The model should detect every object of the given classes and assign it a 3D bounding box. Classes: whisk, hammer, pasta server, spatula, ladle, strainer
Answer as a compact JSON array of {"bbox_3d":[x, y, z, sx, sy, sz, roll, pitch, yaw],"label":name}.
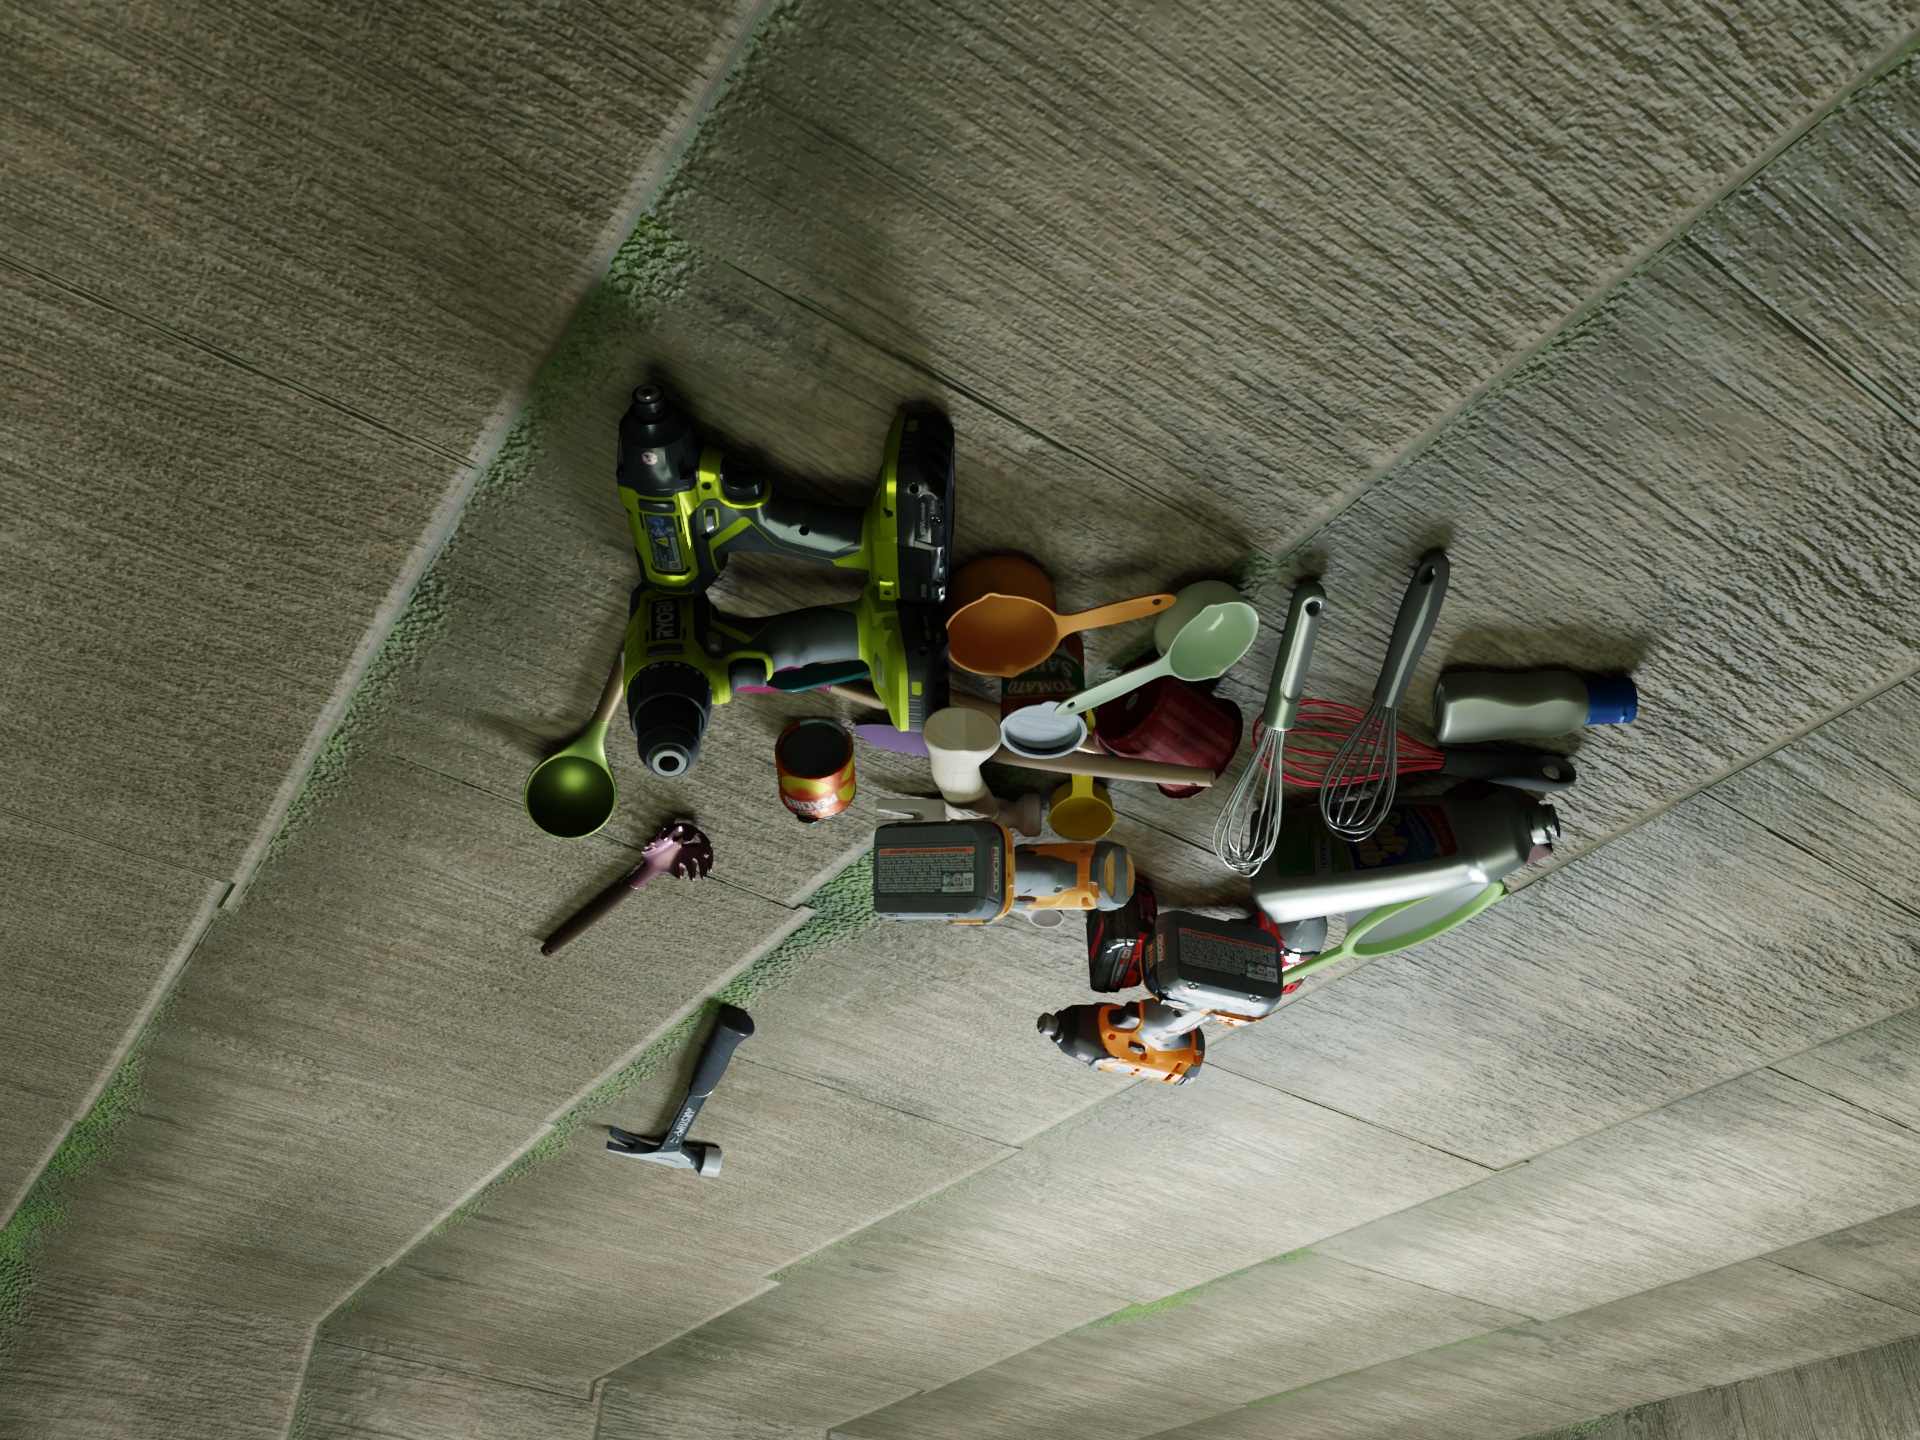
[{"bbox_3d":[0.374,0.029,1.299,0.295,0.073,0.073,7,142,-15],"label":"whisk"},{"bbox_3d":[-0.010,0.046,1.215,0.146,0.038,0.410,-1,168,2],"label":"hammer"},{"bbox_3d":[-0.330,0.171,1.532,0.060,0.040,0.316,37,133,-20],"label":"pasta server"},{"bbox_3d":[0.051,0.027,1.261,0.316,0.018,0.059,7,158,29],"label":"spatula"},{"bbox_3d":[0.323,-0.015,1.195,0.055,0.055,0.238,9,116,-8],"label":"whisk"},{"bbox_3d":[-0.284,-0.011,1.285,0.078,0.062,0.320,18,137,-17],"label":"ladle"},{"bbox_3d":[0.241,0.009,1.219,0.057,0.059,0.246,1,115,-20],"label":"whisk"},{"bbox_3d":[-0.315,0.440,1.877,0.149,0.036,0.408,14,140,-13],"label":"hammer"},{"bbox_3d":[-0.002,-0.004,1.266,0.317,0.044,0.082,18,-178,-22],"label":"spatula"},{"bbox_3d":[0.359,0.175,1.442,0.256,0.069,0.151,-30,152,22],"label":"strainer"}]

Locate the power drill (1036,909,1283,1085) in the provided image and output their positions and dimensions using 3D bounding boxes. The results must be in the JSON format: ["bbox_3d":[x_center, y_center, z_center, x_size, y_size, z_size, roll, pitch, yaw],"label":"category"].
[{"bbox_3d":[0.178,0.261,1.460,0.164,0.084,0.226,14,142,-14],"label":"power drill"}]

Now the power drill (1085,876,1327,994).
[{"bbox_3d":[0.238,0.204,1.516,0.219,0.079,0.143,3,142,-6],"label":"power drill"}]

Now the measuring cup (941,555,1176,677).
[{"bbox_3d":[0.069,-0.088,1.173,0.173,0.052,0.095,-11,141,6],"label":"measuring cup"}]

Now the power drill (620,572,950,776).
[{"bbox_3d":[-0.125,-0.036,1.127,0.228,0.191,0.080,-5,128,-7],"label":"power drill"}]

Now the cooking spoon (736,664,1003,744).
[{"bbox_3d":[-0.082,-0.023,1.287,0.318,0.017,0.068,18,129,-18],"label":"cooking spoon"}]

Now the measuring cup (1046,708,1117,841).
[{"bbox_3d":[0.104,0.039,1.359,0.062,0.029,0.156,-1,130,2],"label":"measuring cup"}]

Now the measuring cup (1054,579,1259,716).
[{"bbox_3d":[0.139,-0.051,1.180,0.167,0.038,0.083,-25,141,-3],"label":"measuring cup"}]

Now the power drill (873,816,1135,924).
[{"bbox_3d":[0.017,0.130,1.348,0.185,0.084,0.226,-5,171,36],"label":"power drill"}]

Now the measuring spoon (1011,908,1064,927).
[{"bbox_3d":[0.044,0.168,1.531,0.124,0.018,0.034,24,138,-15],"label":"measuring spoon"}]

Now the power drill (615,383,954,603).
[{"bbox_3d":[-0.118,-0.152,1.080,0.223,0.080,0.171,4,142,3],"label":"power drill"}]
